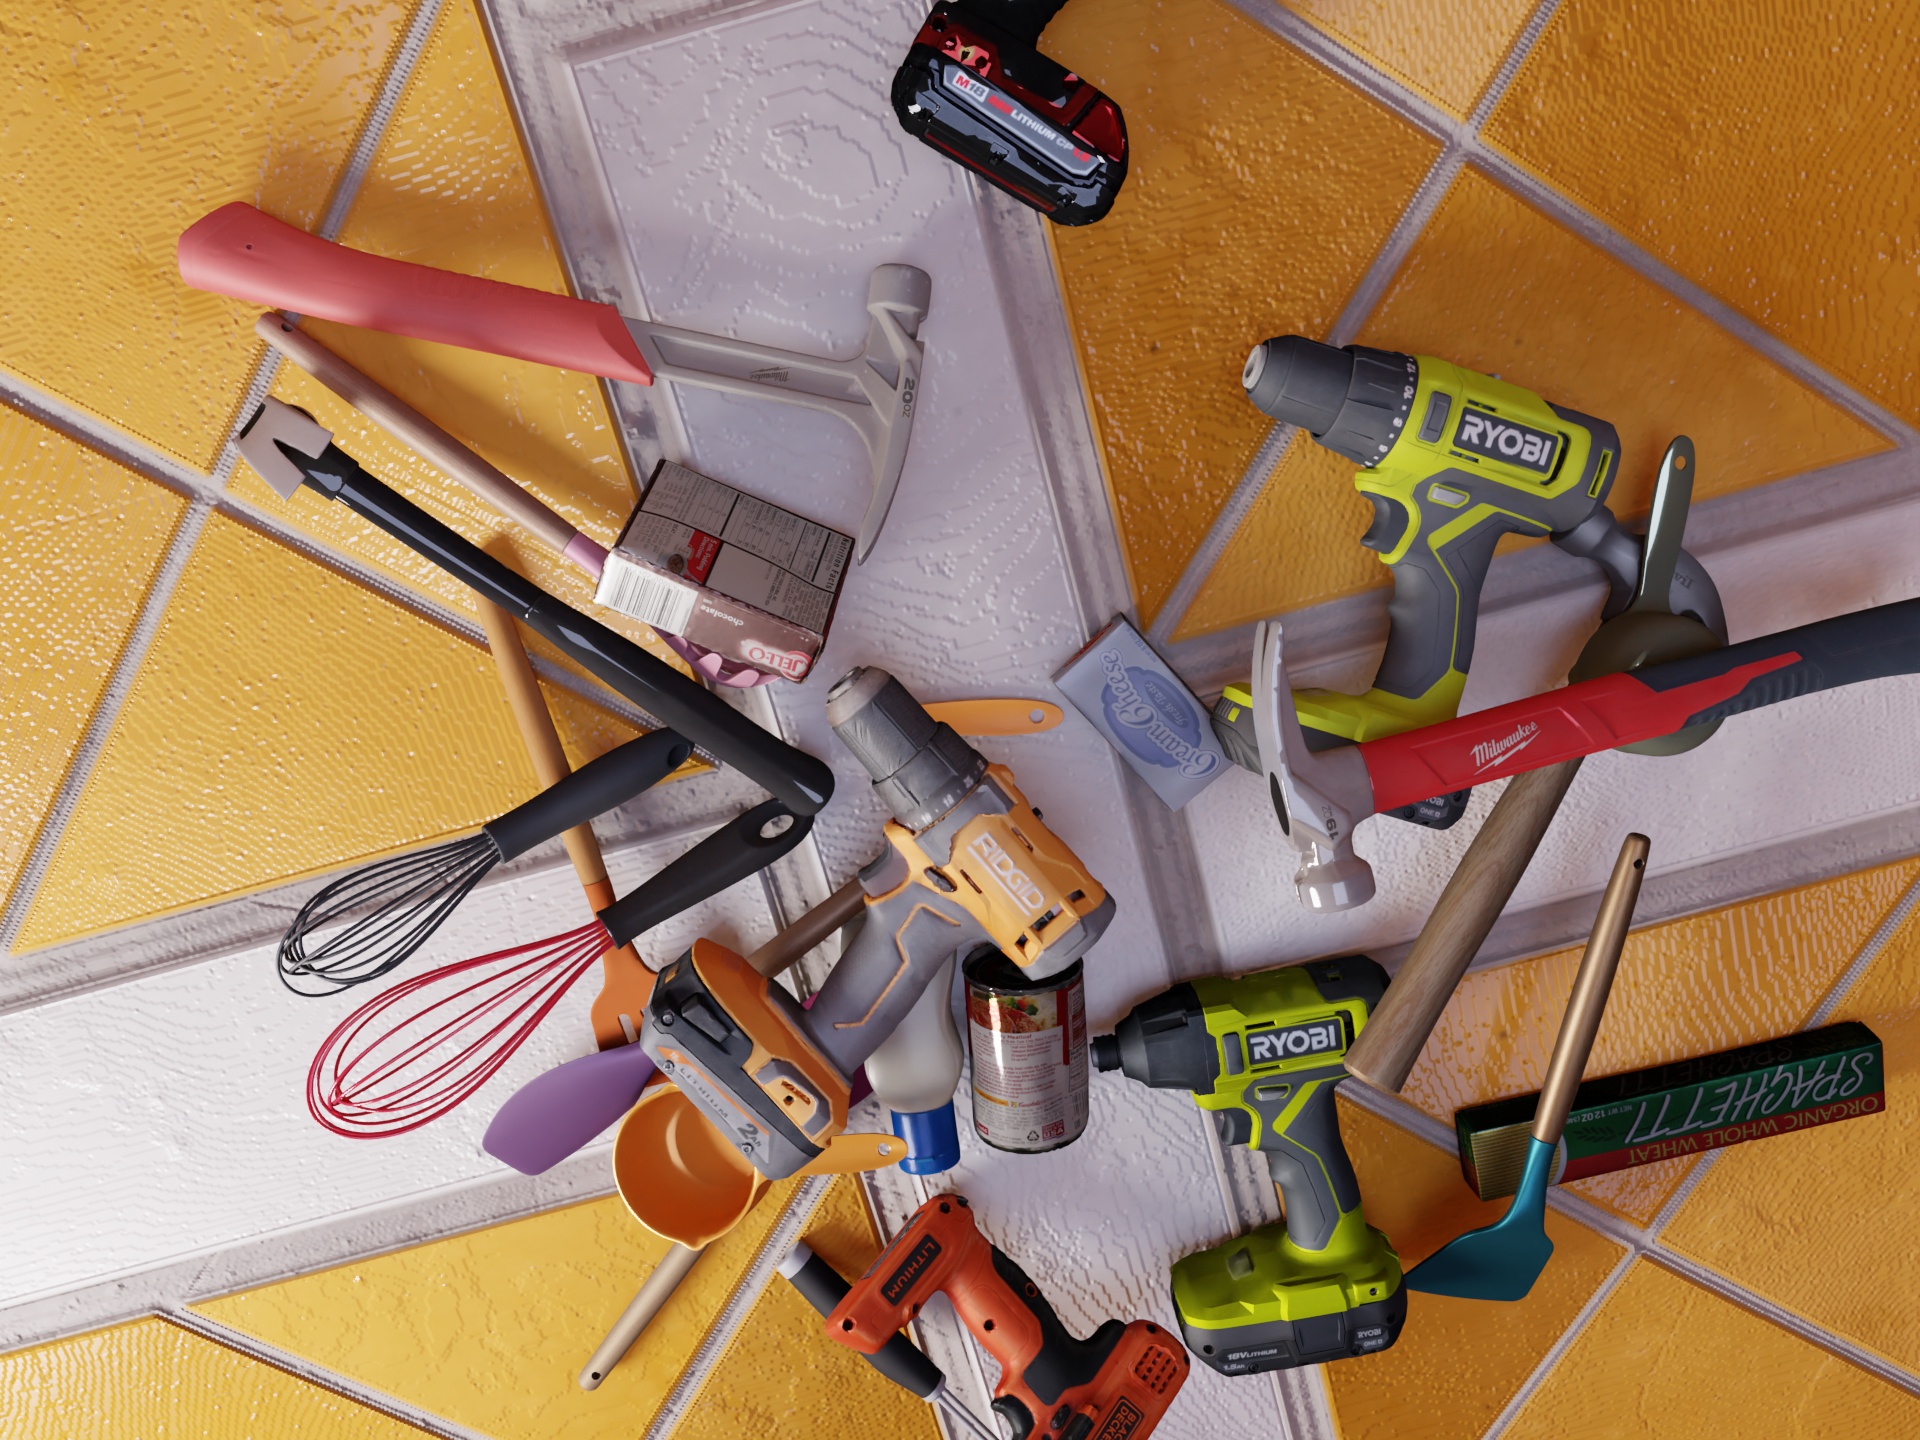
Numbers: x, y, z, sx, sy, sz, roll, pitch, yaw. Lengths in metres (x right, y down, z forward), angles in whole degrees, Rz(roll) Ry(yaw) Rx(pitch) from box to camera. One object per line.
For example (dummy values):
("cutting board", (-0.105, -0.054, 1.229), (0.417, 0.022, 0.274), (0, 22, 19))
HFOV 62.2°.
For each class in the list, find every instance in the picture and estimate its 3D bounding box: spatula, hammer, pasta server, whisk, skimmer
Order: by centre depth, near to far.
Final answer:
("hammer", (0.334, -0.024, 0.780), (0.386, 0.038, 0.143), (-15, 97, -6))
("hammer", (-0.199, -0.182, 0.781), (0.359, 0.036, 0.149), (11, 85, -3))
("hammer", (-0.199, -0.048, 0.788), (0.334, 0.146, 0.035), (36, 87, -23))
("pasta server", (-0.219, -0.112, 0.815), (0.316, 0.060, 0.040), (36, 132, -9))
("whisk", (-0.237, 0.066, 0.815), (0.239, 0.055, 0.055), (-32, 108, -26))
("whisk", (-0.202, 0.122, 0.834), (0.296, 0.073, 0.073), (-32, 107, -18))
("hammer", (0.304, 0.053, 0.858), (0.130, 0.031, 0.331), (29, 91, -11))
("spatula", (-0.209, 0.063, 0.875), (0.081, 0.041, 0.322), (-17, 102, 1))
("spatula", (-0.143, 0.159, 0.883), (0.316, 0.018, 0.059), (-37, 123, 11))
("spatula", (0.333, 0.208, 0.903), (0.082, 0.044, 0.317), (9, 106, -7))
("skimmer", (0.048, 0.423, 0.960), (0.363, 0.127, 0.090), (43, 94, -2))

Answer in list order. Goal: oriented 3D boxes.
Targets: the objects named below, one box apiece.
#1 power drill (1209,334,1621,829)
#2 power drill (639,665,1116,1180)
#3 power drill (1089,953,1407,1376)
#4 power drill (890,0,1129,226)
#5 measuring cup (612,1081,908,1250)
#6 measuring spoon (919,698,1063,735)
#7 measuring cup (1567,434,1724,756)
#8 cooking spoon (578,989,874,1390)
("power drill", (0.212, -0.075, 0.816), (0.190, 0.080, 0.228), (16, 96, -8))
("power drill", (-0.060, 0.099, 0.813), (0.226, 0.084, 0.185), (-40, 101, 2))
("power drill", (0.172, 0.255, 0.922), (0.171, 0.080, 0.223), (-10, 103, 0))
("power drill", (0.088, -0.347, 0.742), (0.188, 0.080, 0.226), (28, 100, -10))
("measuring cup", (-0.107, 0.240, 0.896), (0.173, 0.052, 0.095), (-8, 91, 13))
("measuring spoon", (-0.001, -0.003, 0.872), (0.117, 0.011, 0.021), (-1, 107, -6))
("measuring cup", (0.366, -0.063, 0.817), (0.083, 0.038, 0.167), (5, 98, -9))
("cooking spoon", (-0.136, 0.280, 0.943), (0.068, 0.017, 0.319), (34, 101, -11))
